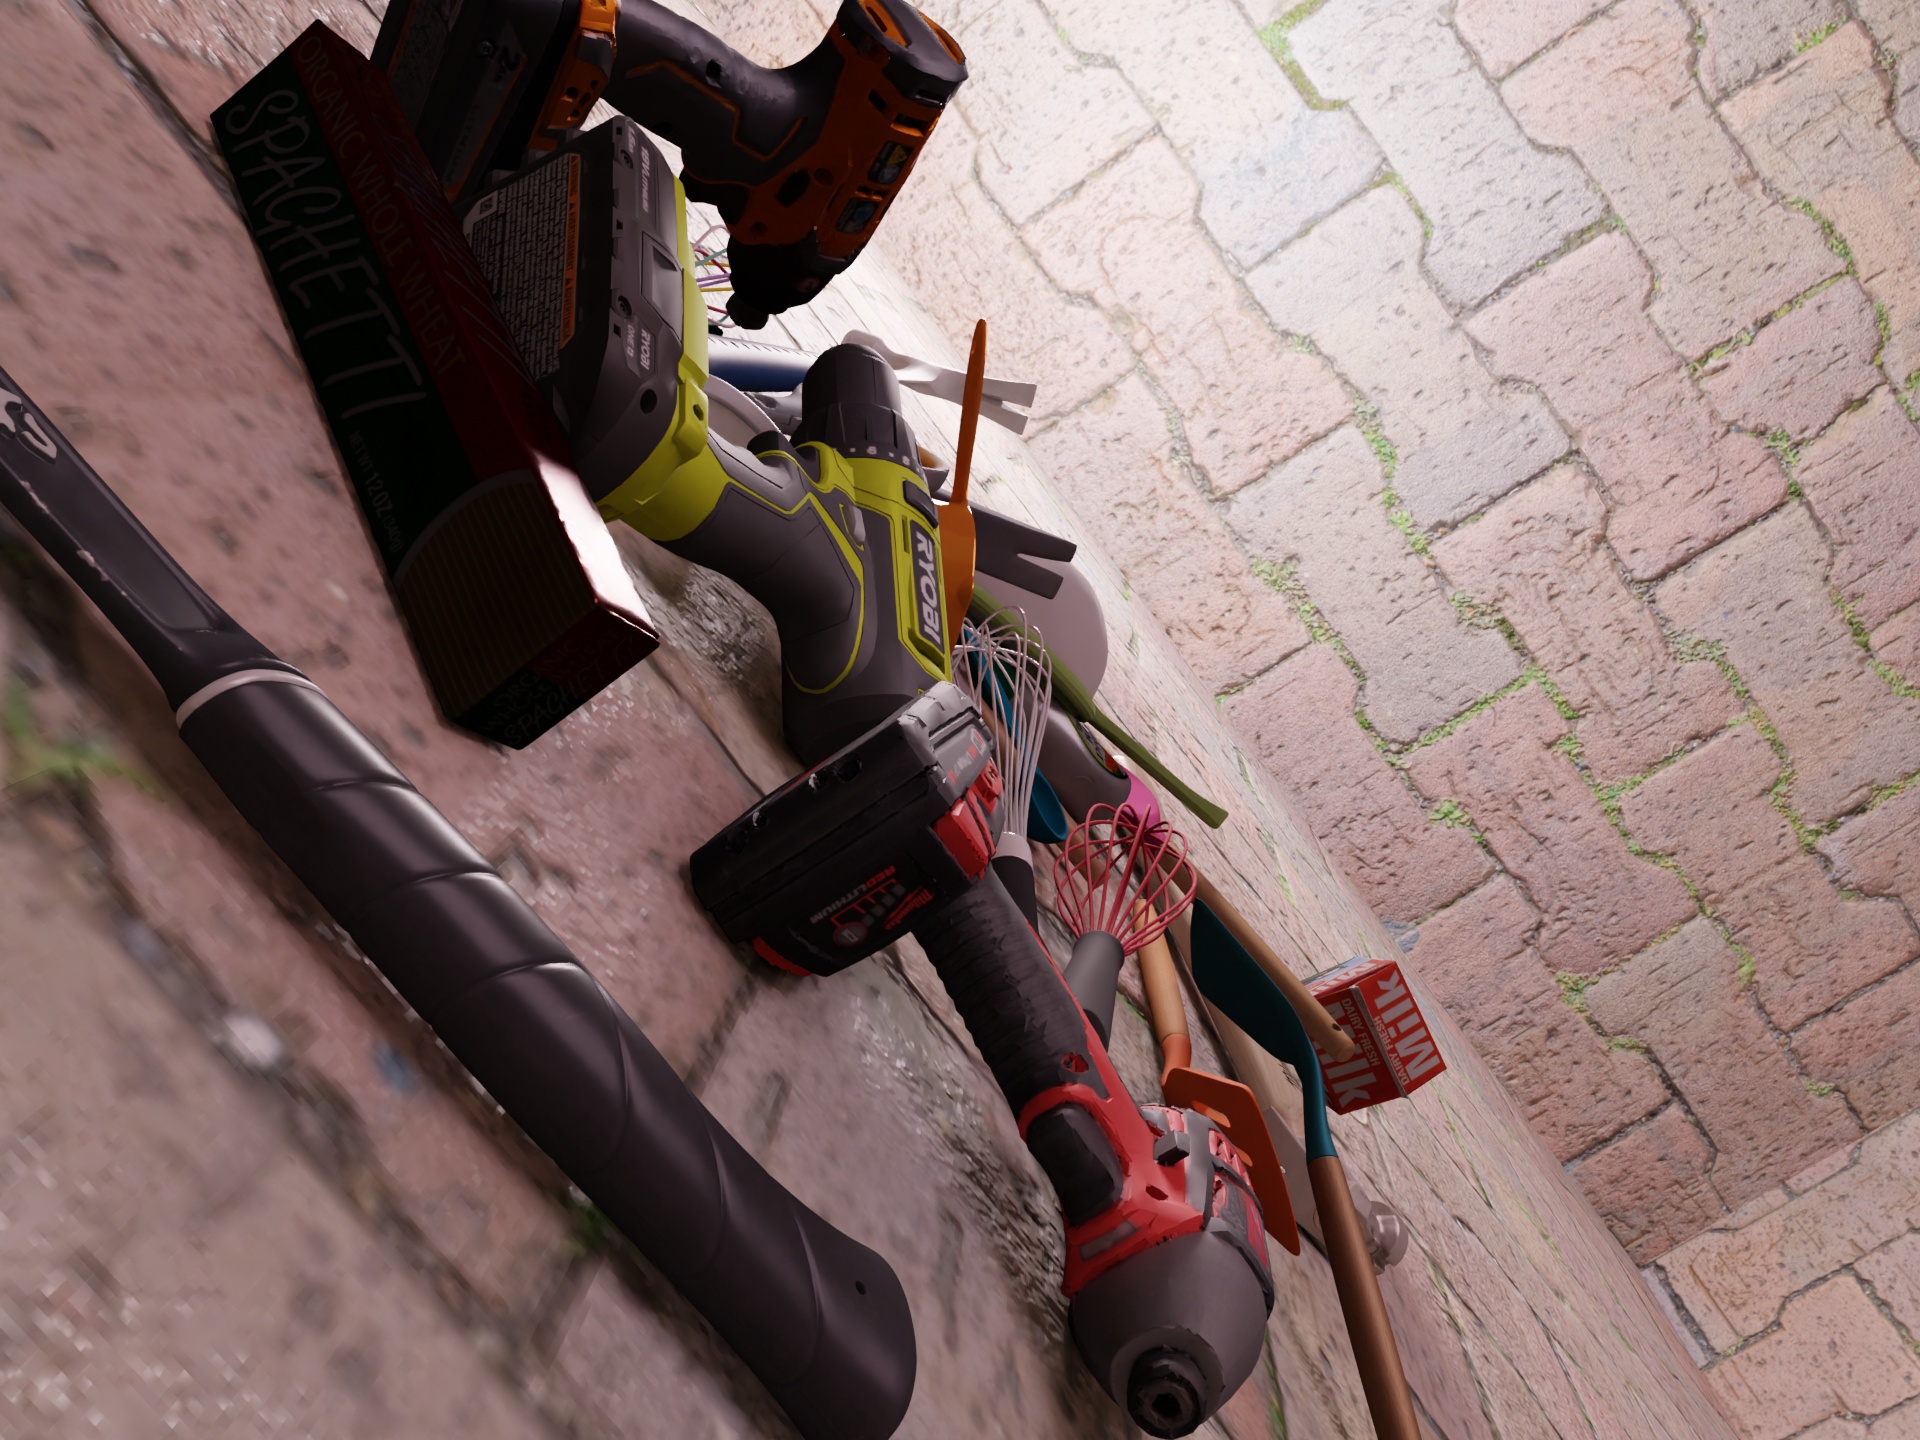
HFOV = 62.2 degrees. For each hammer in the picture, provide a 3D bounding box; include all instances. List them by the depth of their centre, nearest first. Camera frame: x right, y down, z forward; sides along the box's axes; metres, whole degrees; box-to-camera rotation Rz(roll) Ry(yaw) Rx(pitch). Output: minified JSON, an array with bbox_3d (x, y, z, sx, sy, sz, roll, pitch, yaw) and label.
[{"bbox_3d":[-0.140,-0.016,0.282,0.408,0.036,0.149,52,13,-12],"label":"hammer"},{"bbox_3d":[-0.070,-0.199,0.912,0.144,0.035,0.405,20,16,13],"label":"hammer"},{"bbox_3d":[-0.034,-0.159,0.973,0.143,0.038,0.387,21,15,-15],"label":"hammer"},{"bbox_3d":[0.147,0.142,0.980,0.146,0.038,0.411,45,14,-32],"label":"hammer"}]

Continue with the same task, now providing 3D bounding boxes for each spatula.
[{"bbox_3d":[0.158,0.225,0.710,0.082,0.044,0.318,82,-1,-49],"label":"spatula"},{"bbox_3d":[0.116,0.152,0.804,0.323,0.041,0.081,-86,158,-75],"label":"spatula"},{"bbox_3d":[-0.017,-0.036,0.877,0.316,0.018,0.060,53,11,0],"label":"spatula"}]

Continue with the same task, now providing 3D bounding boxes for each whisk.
[{"bbox_3d":[0.016,0.040,0.681,0.070,0.070,0.285,47,22,-31],"label":"whisk"},{"bbox_3d":[0.065,0.099,0.729,0.073,0.073,0.296,53,18,-4],"label":"whisk"},{"bbox_3d":[-0.146,-0.215,0.791,0.047,0.051,0.245,42,22,-3],"label":"whisk"}]

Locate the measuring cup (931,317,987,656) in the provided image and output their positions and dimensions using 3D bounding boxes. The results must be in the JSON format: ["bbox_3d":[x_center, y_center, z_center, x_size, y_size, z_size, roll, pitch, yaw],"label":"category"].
[{"bbox_3d":[-0.025,-0.101,0.716,0.052,0.173,0.095,10,-2,-17],"label":"measuring cup"}]

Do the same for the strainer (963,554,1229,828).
[{"bbox_3d":[0.082,-0.037,0.981,0.256,0.069,0.151,41,-3,-6],"label":"strainer"}]

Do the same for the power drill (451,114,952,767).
[{"bbox_3d":[-0.079,-0.101,0.571,0.228,0.080,0.191,38,40,-52],"label":"power drill"}]

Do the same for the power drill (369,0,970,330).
[{"bbox_3d":[-0.121,-0.238,0.661,0.226,0.164,0.084,-4,54,-43],"label":"power drill"}]

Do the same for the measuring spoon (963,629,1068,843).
[{"bbox_3d":[0.022,0.010,0.854,0.129,0.021,0.042,66,18,16],"label":"measuring spoon"}]

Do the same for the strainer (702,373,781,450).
[{"bbox_3d":[-0.134,-0.121,0.606,0.258,0.050,0.087,27,41,-55],"label":"strainer"}]

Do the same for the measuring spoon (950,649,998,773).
[{"bbox_3d":[-0.001,-0.003,0.827,0.034,0.018,0.124,49,16,-30],"label":"measuring spoon"}]

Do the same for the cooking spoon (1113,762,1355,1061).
[{"bbox_3d":[0.137,0.095,0.967,0.068,0.017,0.319,10,26,-35],"label":"cooking spoon"}]

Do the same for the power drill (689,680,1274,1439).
[{"bbox_3d":[0.019,0.104,0.482,0.219,0.078,0.143,56,12,-3],"label":"power drill"}]
